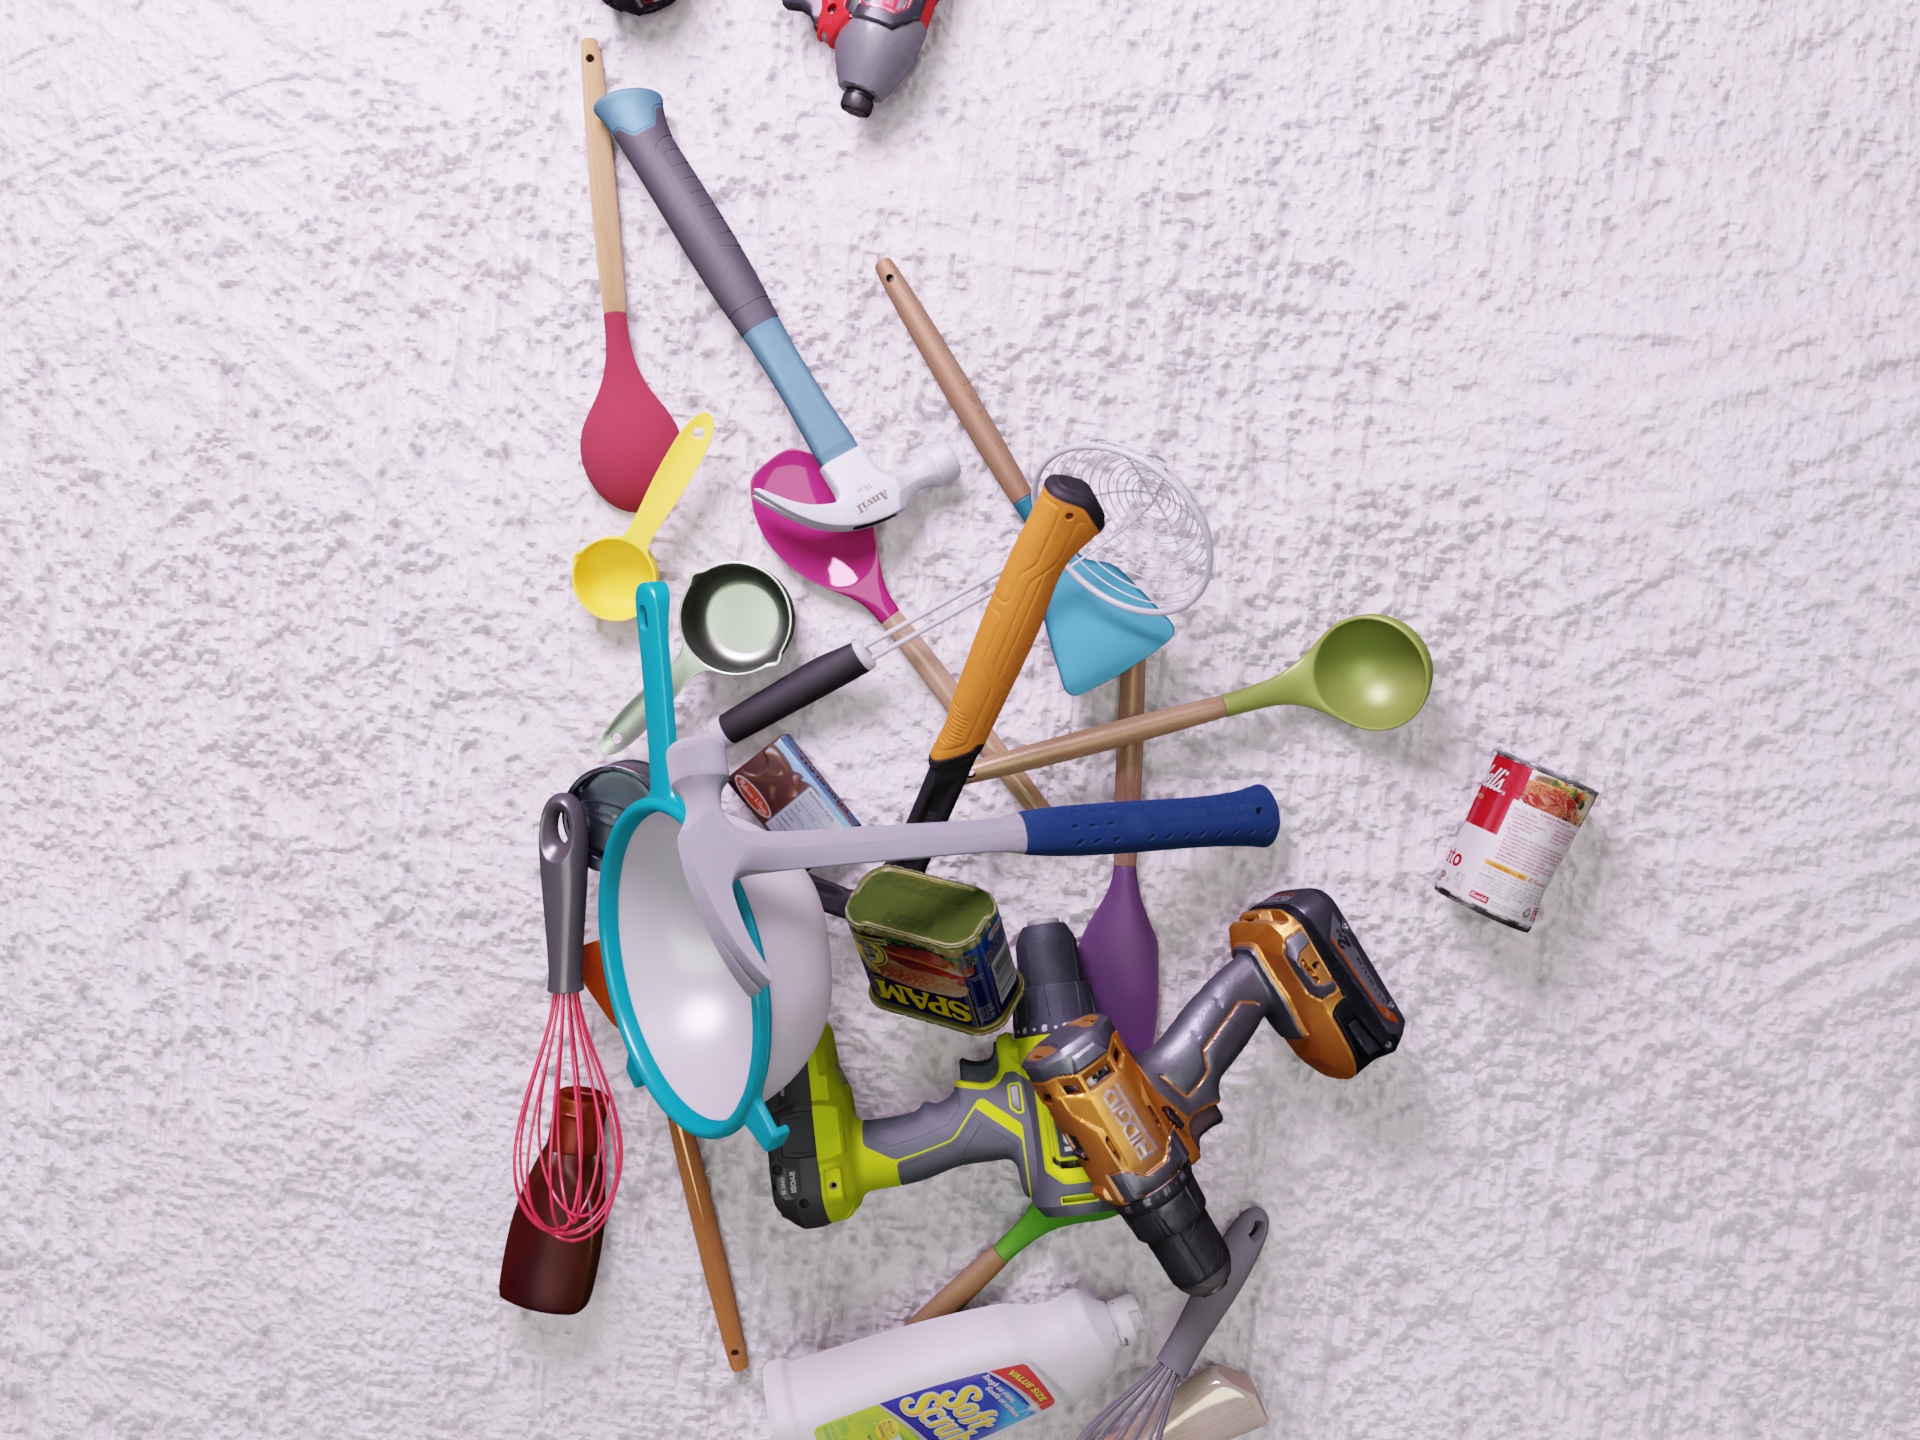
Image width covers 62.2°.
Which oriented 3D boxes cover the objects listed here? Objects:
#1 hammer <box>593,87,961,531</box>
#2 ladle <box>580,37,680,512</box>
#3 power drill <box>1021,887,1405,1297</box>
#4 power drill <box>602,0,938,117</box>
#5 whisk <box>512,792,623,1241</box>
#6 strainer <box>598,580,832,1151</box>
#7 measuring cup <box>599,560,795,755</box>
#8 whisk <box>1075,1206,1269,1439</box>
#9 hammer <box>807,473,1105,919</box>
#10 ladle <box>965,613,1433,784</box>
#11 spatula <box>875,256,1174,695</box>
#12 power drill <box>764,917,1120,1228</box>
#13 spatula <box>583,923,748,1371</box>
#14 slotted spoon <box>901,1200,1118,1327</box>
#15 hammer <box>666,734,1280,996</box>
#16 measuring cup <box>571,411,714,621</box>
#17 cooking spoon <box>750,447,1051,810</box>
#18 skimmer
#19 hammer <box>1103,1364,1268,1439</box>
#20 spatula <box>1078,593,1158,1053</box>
[{"bbox_3d":[-0.138,-0.272,1.049,0.128,0.033,0.331,-32,91,-9],"label":"hammer"},{"bbox_3d":[-0.233,-0.298,1.067,0.069,0.031,0.315,-6,91,-3],"label":"ladle"},{"bbox_3d":[0.173,0.234,1.011,0.226,0.084,0.185,-31,91,-20],"label":"power drill"},{"bbox_3d":[-0.123,-0.486,1.027,0.219,0.078,0.143,18,95,-1],"label":"power drill"},{"bbox_3d":[-0.257,0.194,1.035,0.073,0.073,0.296,0,92,3],"label":"whisk"},{"bbox_3d":[-0.145,0.082,0.989,0.095,0.211,0.340,-8,96,-36],"label":"strainer"},{"bbox_3d":[-0.180,-0.037,1.075,0.167,0.038,0.083,-44,90,7],"label":"measuring cup"},{"bbox_3d":[0.138,0.428,1.061,0.055,0.055,0.239,35,77,0],"label":"whisk"},{"bbox_3d":[-0.002,-0.003,0.989,0.127,0.034,0.336,16,120,-15],"label":"hammer"},{"bbox_3d":[0.149,-0.001,1.035,0.320,0.062,0.078,-15,99,-1],"label":"ladle"},{"bbox_3d":[0.028,-0.170,1.051,0.082,0.044,0.317,-31,90,12],"label":"spatula"},{"bbox_3d":[-0.012,0.238,1.056,0.228,0.080,0.191,-8,77,2],"label":"power drill"},{"bbox_3d":[-0.190,0.297,1.092,0.081,0.041,0.322,-13,94,-4],"label":"spatula"},{"bbox_3d":[0.011,0.386,1.095,0.314,0.031,0.070,-44,93,6],"label":"slotted spoon"},{"bbox_3d":[0.027,0.075,0.962,0.405,0.035,0.144,-2,68,-29],"label":"hammer"},{"bbox_3d":[-0.205,-0.138,1.065,0.062,0.029,0.156,31,100,-7],"label":"measuring cup"},{"bbox_3d":[-0.032,-0.049,1.075,0.069,0.017,0.319,-38,90,2],"label":"cooking spoon"},{"bbox_3d":[-0.013,-0.059,1.010,0.363,0.090,0.127,-28,113,15],"label":"skimmer"},{"bbox_3d":[0.023,0.560,1.100,0.410,0.038,0.146,-25,93,4],"label":"hammer"},{"bbox_3d":[0.110,0.072,1.074,0.060,0.018,0.316,3,94,8],"label":"spatula"}]
